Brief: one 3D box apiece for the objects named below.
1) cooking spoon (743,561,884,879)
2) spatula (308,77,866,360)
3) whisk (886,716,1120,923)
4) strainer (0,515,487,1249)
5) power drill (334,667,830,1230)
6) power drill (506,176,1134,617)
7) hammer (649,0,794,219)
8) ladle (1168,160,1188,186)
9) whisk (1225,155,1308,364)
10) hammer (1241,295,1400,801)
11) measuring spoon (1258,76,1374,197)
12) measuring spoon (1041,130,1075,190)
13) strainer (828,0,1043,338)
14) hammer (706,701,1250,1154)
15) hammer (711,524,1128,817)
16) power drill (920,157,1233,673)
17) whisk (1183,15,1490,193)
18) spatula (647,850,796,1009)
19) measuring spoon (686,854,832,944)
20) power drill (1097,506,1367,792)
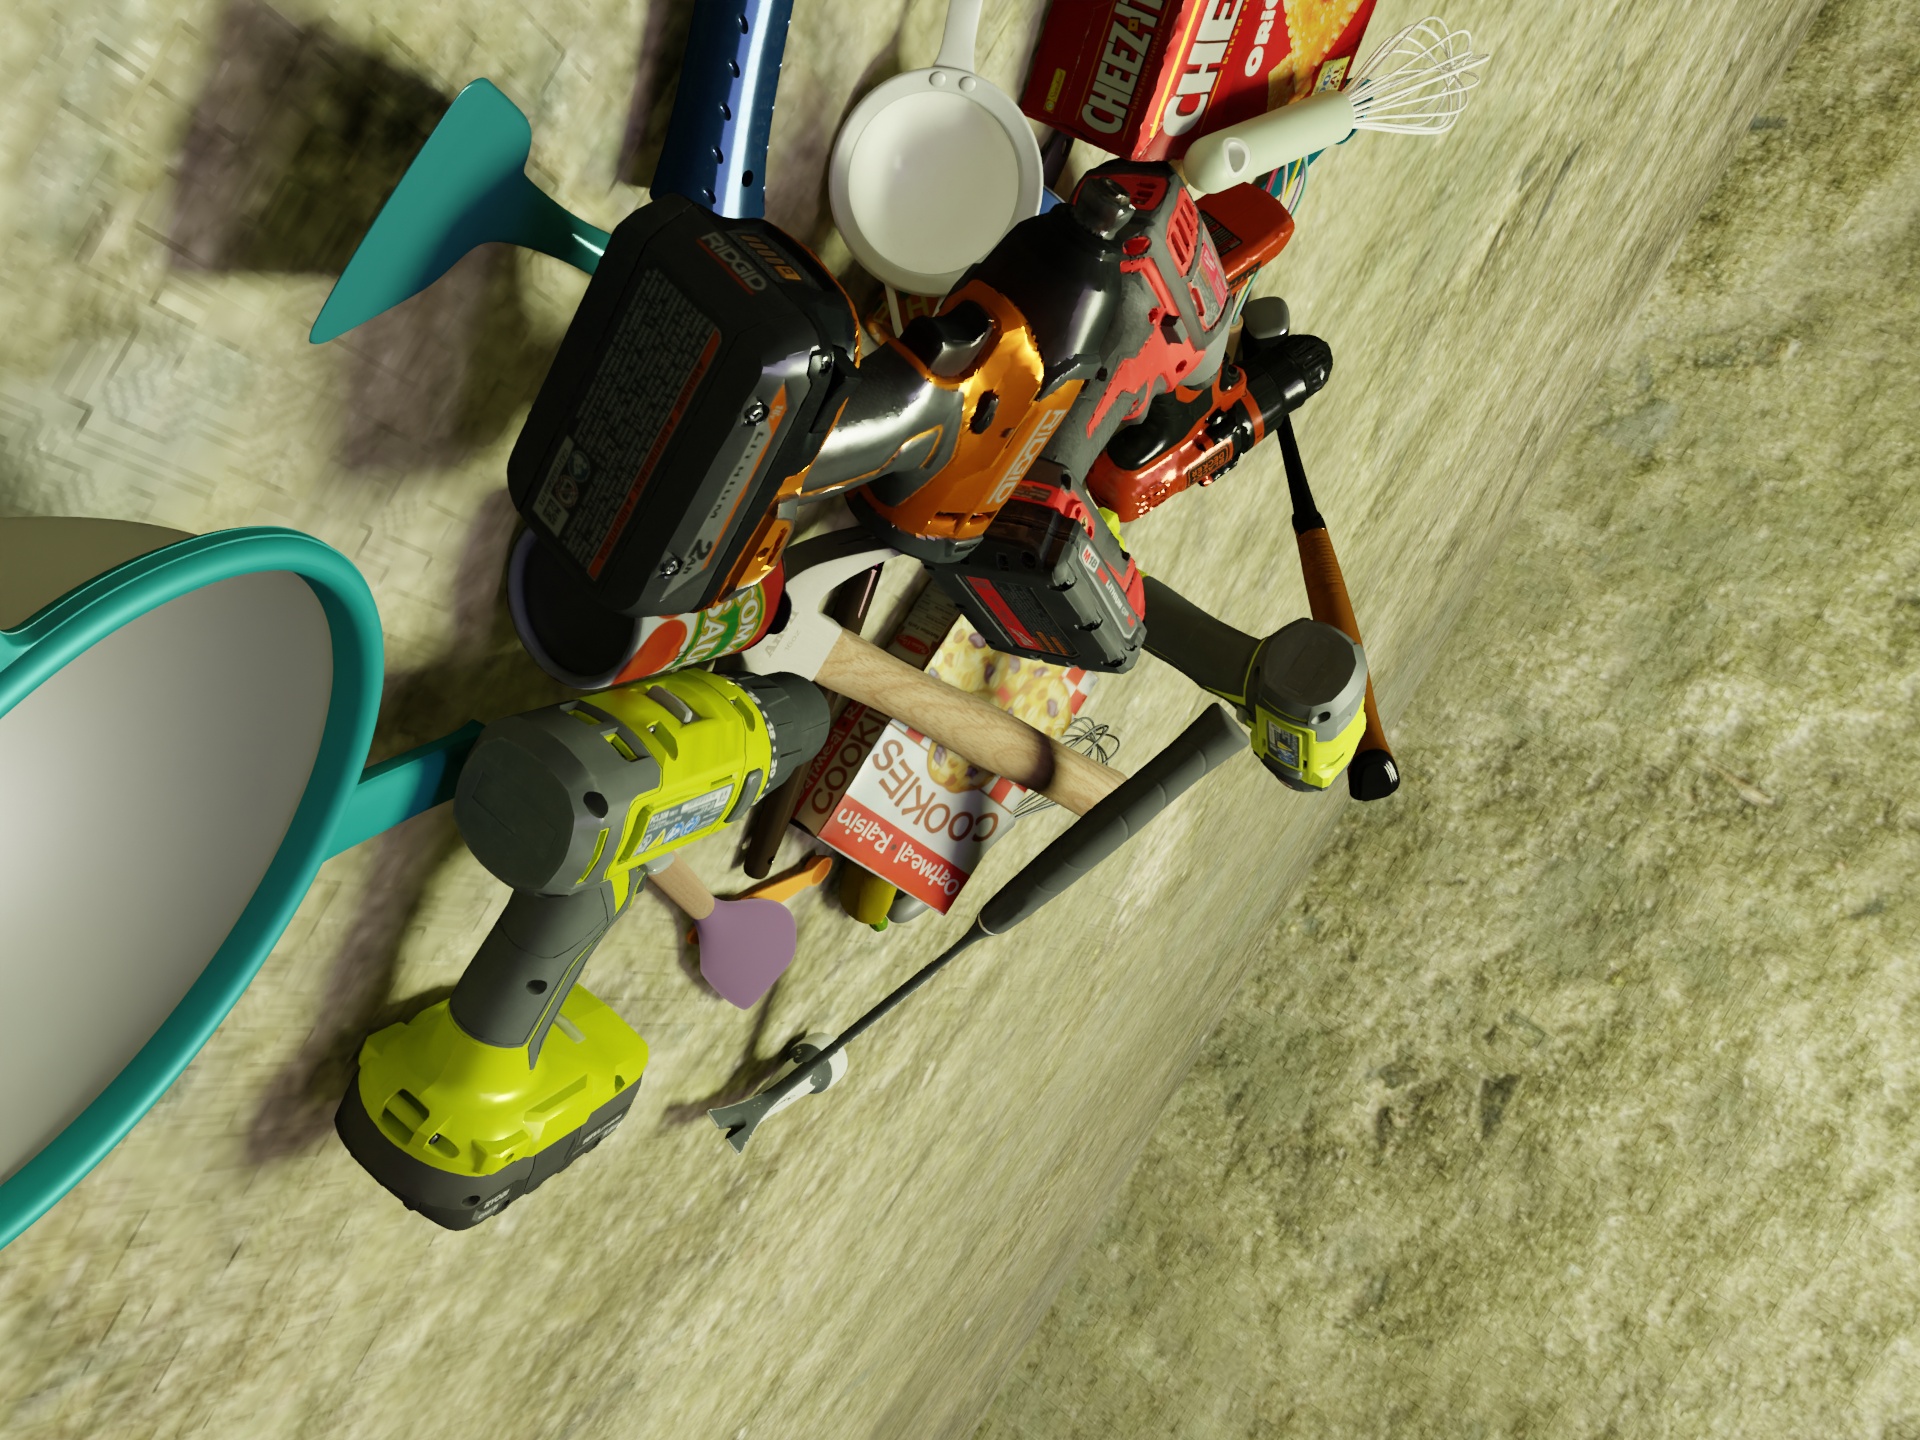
[{"bbox_3d":[-0.055,-0.056,0.792,0.068,0.017,0.318,-20,136,-60],"label":"cooking spoon"},{"bbox_3d":[-0.097,-0.143,0.546,0.082,0.044,0.317,-50,163,16],"label":"spatula"},{"bbox_3d":[0.031,0.068,1.113,0.239,0.055,0.055,-39,151,-34],"label":"whisk"},{"bbox_3d":[-0.230,0.019,0.430,0.211,0.095,0.340,-61,179,11],"label":"strainer"},{"bbox_3d":[-0.145,0.078,0.646,0.228,0.080,0.190,-60,164,22],"label":"power drill"},{"bbox_3d":[-0.030,-0.122,0.555,0.226,0.084,0.164,-20,152,-54],"label":"power drill"},{"bbox_3d":[-0.036,-0.339,0.433,0.144,0.035,0.405,-30,145,-52],"label":"hammer"},{"bbox_3d":[0.058,-0.208,0.805,0.315,0.031,0.069,-55,150,-25],"label":"ladle"},{"bbox_3d":[0.173,-0.267,0.988,0.047,0.051,0.244,-52,162,-33],"label":"whisk"},{"bbox_3d":[0.233,-0.106,1.045,0.127,0.034,0.337,62,18,-67],"label":"hammer"},{"bbox_3d":[0.210,-0.357,0.992,0.128,0.021,0.042,-44,157,-12],"label":"measuring spoon"},{"bbox_3d":[0.033,-0.225,0.744,0.124,0.018,0.034,-65,158,-4],"label":"measuring spoon"},{"bbox_3d":[0.003,-0.273,0.602,0.086,0.050,0.258,5,117,-18],"label":"strainer"},{"bbox_3d":[0.006,0.123,0.916,0.409,0.036,0.149,-42,172,25],"label":"hammer"},{"bbox_3d":[-0.001,-0.003,0.827,0.331,0.031,0.130,27,96,-51],"label":"hammer"},{"bbox_3d":[0.070,-0.141,0.763,0.143,0.079,0.220,47,61,-55],"label":"power drill"},{"bbox_3d":[0.185,-0.297,0.777,0.246,0.059,0.057,-33,116,-37],"label":"whisk"},{"bbox_3d":[-0.135,0.081,0.786,0.060,0.018,0.315,-49,155,-13],"label":"spatula"},{"bbox_3d":[-0.112,0.098,0.884,0.117,0.011,0.021,-24,141,-50],"label":"measuring spoon"},{"bbox_3d":[0.134,-0.038,0.950,0.080,0.223,0.171,-54,158,-12],"label":"power drill"}]
